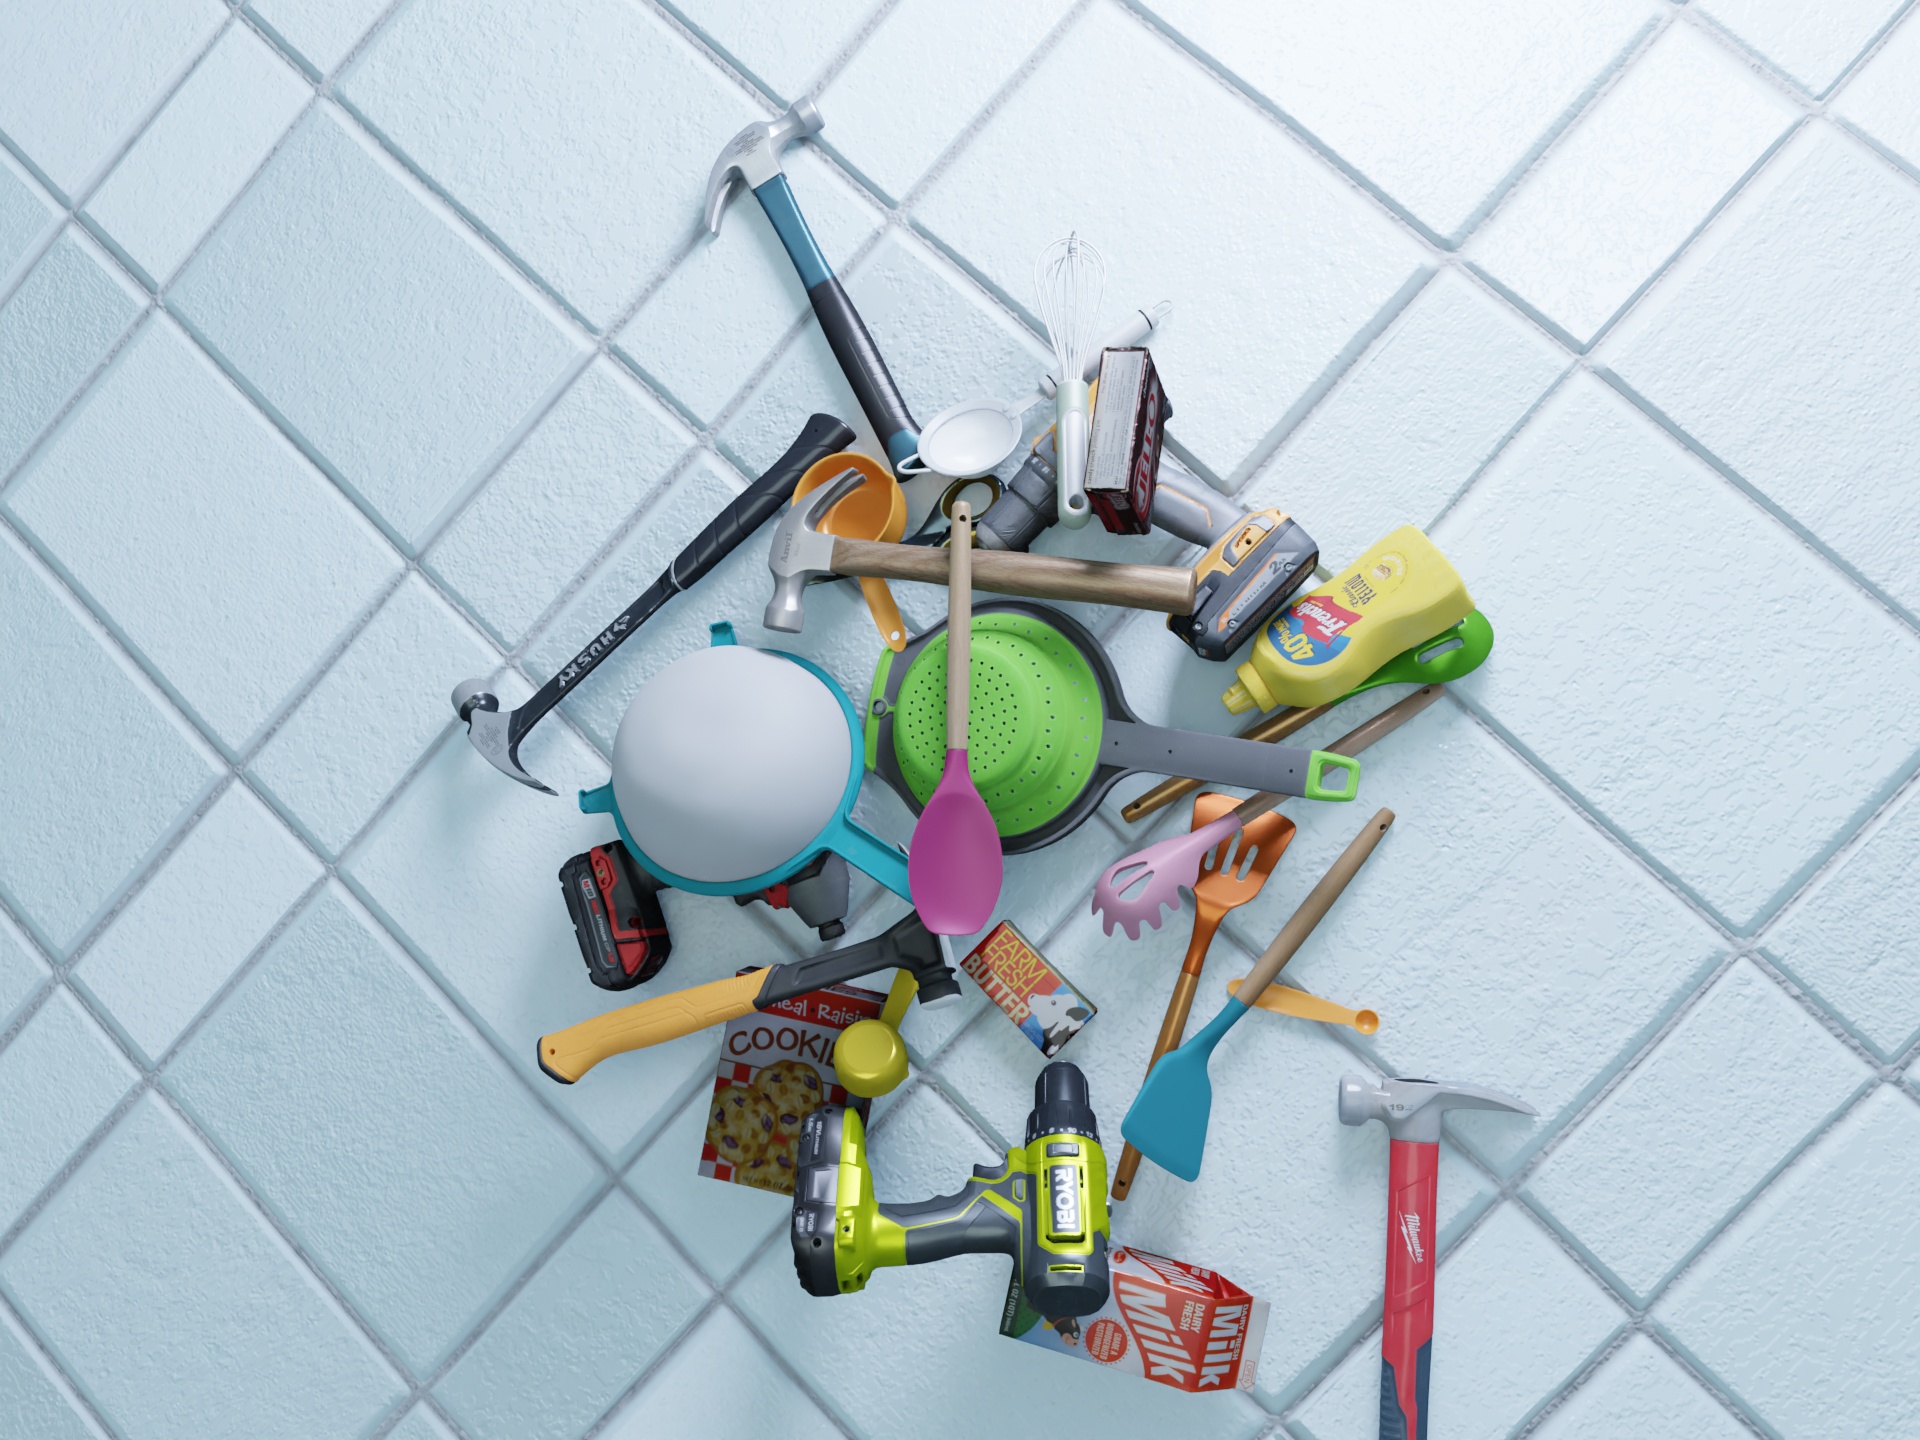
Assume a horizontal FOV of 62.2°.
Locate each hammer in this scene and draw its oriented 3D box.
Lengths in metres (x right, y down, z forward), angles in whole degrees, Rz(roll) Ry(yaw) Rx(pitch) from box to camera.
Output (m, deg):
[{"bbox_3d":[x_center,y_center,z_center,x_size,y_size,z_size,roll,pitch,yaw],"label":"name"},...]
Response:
[{"bbox_3d":[0.013,-0.116,1.198,0.331,0.031,0.130,7,85,16],"label":"hammer"},{"bbox_3d":[0.344,0.461,1.169,0.143,0.038,0.386,3,87,10],"label":"hammer"},{"bbox_3d":[-0.171,0.204,1.224,0.337,0.034,0.127,-19,69,8],"label":"hammer"},{"bbox_3d":[-0.244,-0.105,1.311,0.409,0.036,0.149,-42,53,2],"label":"hammer"},{"bbox_3d":[-0.107,-0.349,1.317,0.128,0.033,0.331,-28,81,8],"label":"hammer"}]

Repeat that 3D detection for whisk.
[{"bbox_3d":[0.085,-0.261,1.209,0.058,0.059,0.246,2,74,-6],"label":"whisk"}]

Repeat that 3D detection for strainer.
[{"bbox_3d":[-0.137,0.051,1.198,0.341,0.095,0.211,30,76,25],"label":"strainer"},{"bbox_3d":[0.065,-0.258,1.268,0.258,0.050,0.087,-35,51,0],"label":"strainer"}]

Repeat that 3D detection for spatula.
[{"bbox_3d":[0.234,0.197,1.198,0.082,0.044,0.317,38,89,-21],"label":"spatula"},{"bbox_3d":[0.172,0.217,1.229,0.081,0.041,0.322,18,94,14],"label":"spatula"}]

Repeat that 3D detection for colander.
[{"bbox_3d":[0.092,0.013,1.188,0.397,0.094,0.204,9,88,22],"label":"colander"}]

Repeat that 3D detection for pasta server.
[{"bbox_3d":[0.234,0.063,1.207,0.316,0.040,0.060,-33,58,-2],"label":"pasta server"}]

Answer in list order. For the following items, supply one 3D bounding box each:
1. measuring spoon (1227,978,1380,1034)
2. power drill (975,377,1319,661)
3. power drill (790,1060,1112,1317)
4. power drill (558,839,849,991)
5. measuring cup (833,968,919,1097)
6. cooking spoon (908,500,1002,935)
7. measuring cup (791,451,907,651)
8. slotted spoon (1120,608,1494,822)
[{"bbox_3d":[0.262,0.218,1.217,0.117,0.011,0.021,13,84,16],"label":"measuring spoon"},{"bbox_3d":[0.138,-0.144,1.226,0.185,0.084,0.226,-45,75,1],"label":"power drill"},{"bbox_3d":[-0.003,0.342,1.182,0.228,0.080,0.191,-2,45,3],"label":"power drill"},{"bbox_3d":[-0.198,0.136,1.285,0.219,0.078,0.143,-21,82,7],"label":"power drill"},{"bbox_3d":[-0.051,0.216,1.232,0.062,0.029,0.157,16,59,15],"label":"measuring cup"},{"bbox_3d":[-0.002,-0.004,1.162,0.068,0.017,0.319,2,83,-5],"label":"cooking spoon"},{"bbox_3d":[-0.071,-0.128,1.268,0.095,0.052,0.174,-25,76,11],"label":"measuring cup"},{"bbox_3d":[0.261,-0.002,1.219,0.314,0.031,0.070,-31,58,11],"label":"slotted spoon"}]
